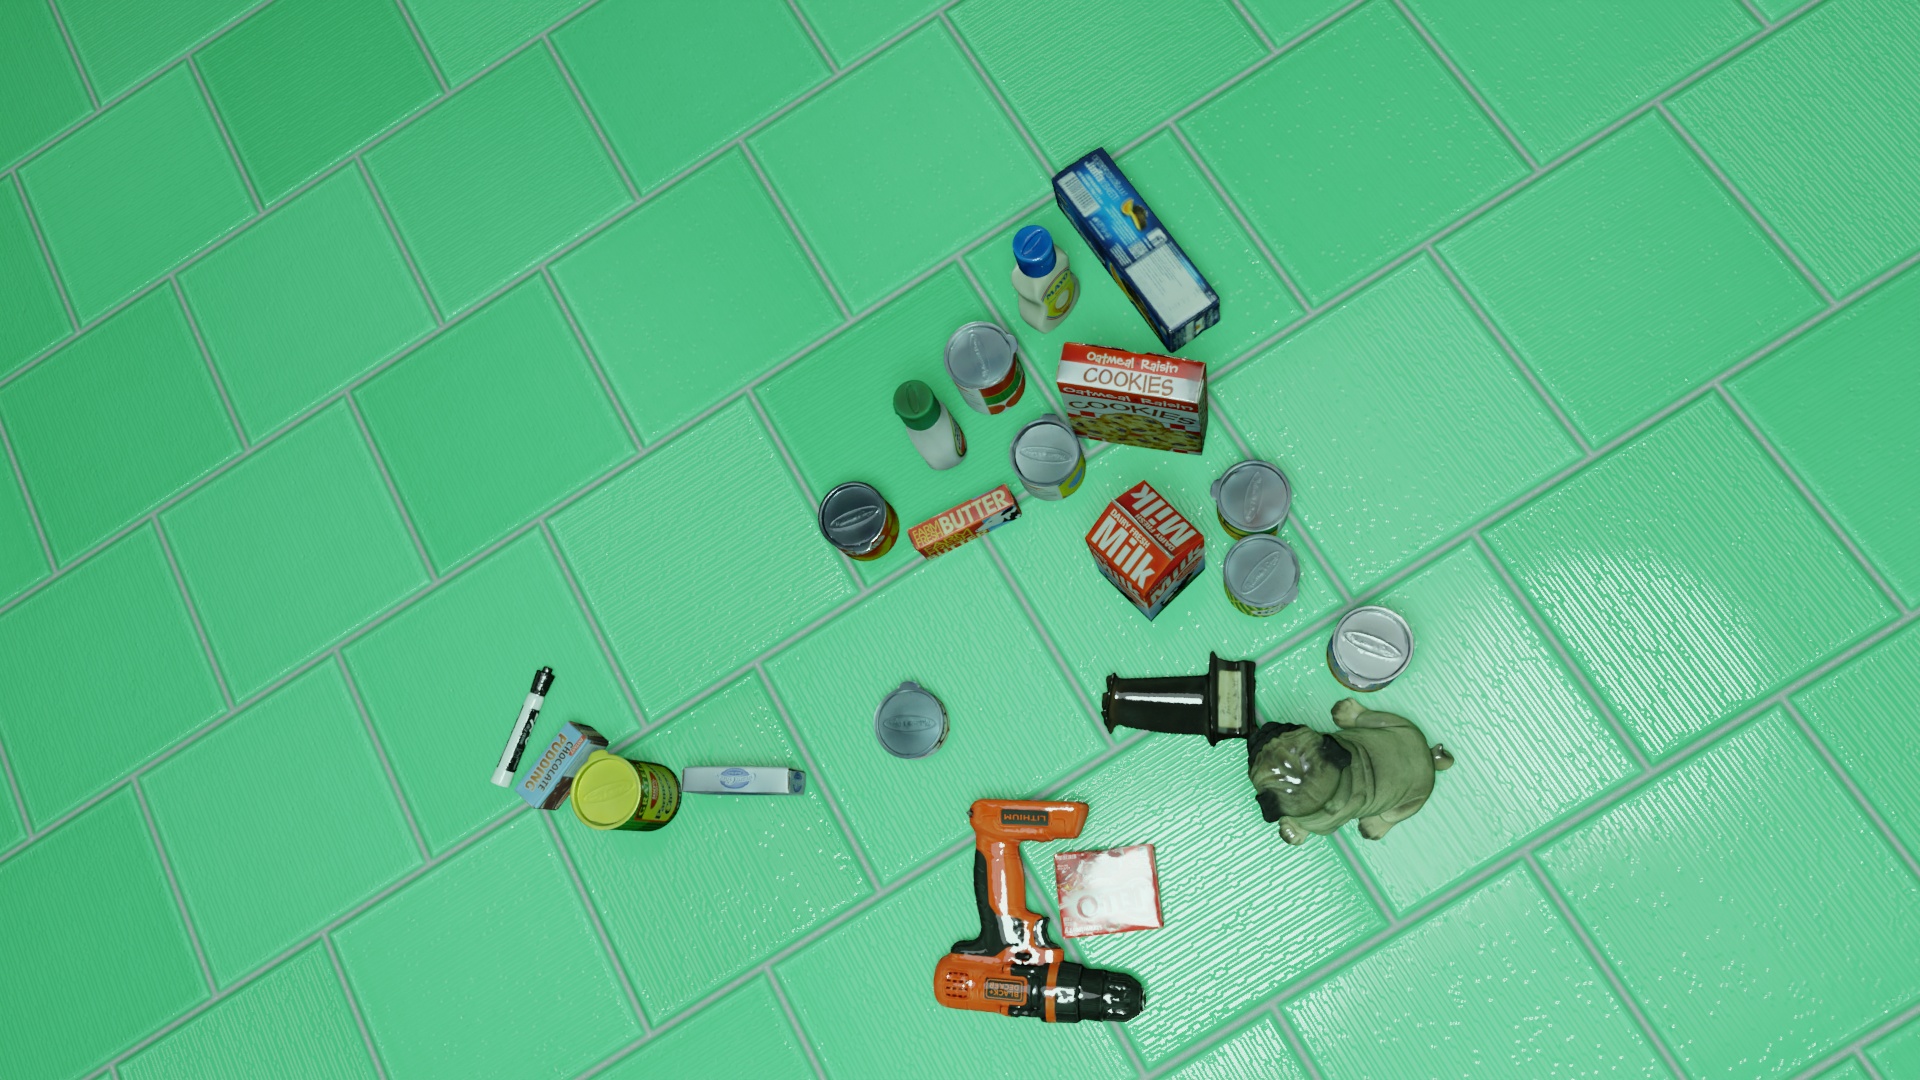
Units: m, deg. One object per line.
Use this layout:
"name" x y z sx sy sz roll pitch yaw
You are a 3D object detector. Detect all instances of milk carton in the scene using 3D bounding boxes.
"milk carton" 0.161 0.008 1.196 0.073 0.190 0.072 -44 74 -1

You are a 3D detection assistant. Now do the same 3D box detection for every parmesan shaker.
"parmesan shaker" -0.305 0.231 1.276 0.071 0.103 0.071 -2 77 10

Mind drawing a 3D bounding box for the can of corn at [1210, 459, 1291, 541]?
"can of corn" 0.262 -0.034 1.256 0.071 0.058 0.071 -2 77 10

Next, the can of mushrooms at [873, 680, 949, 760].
"can of mushrooms" -0.044 0.166 1.279 0.071 0.033 0.071 -2 77 10

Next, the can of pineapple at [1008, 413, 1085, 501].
"can of pineapple" 0.083 -0.076 1.299 0.071 0.058 0.071 -2 77 10

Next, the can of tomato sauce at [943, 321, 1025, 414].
"can of tomato sauce" 0.026 -0.163 1.318 0.071 0.083 0.071 -2 77 10

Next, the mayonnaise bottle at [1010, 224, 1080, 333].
"mayonnaise bottle" 0.076 -0.246 1.294 0.041 0.148 0.065 39 87 16

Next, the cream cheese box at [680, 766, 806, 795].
"cream cheese box" -0.199 0.223 1.284 0.104 0.053 0.024 -1 77 10

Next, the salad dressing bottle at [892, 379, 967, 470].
"salad dressing bottle" -0.029 -0.107 1.281 0.044 0.147 0.064 -17 75 7

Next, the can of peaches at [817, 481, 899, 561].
"can of peaches" -0.095 -0.015 1.318 0.071 0.058 0.071 -2 77 10

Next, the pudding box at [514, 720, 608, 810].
"pudding box" -0.379 0.215 1.322 0.030 0.049 0.084 36 86 16

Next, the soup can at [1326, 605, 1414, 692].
"soup can" 0.350 0.097 1.195 0.071 0.083 0.071 -2 77 10

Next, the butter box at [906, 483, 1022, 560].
"butter box" 0.005 -0.016 1.303 0.103 0.053 0.024 -25 74 4

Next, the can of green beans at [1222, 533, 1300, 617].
"can of green beans" 0.268 0.032 1.239 0.071 0.057 0.071 -2 77 10

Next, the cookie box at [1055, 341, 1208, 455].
"cookie box" 0.157 -0.125 1.240 0.123 0.167 0.040 10 80 13
